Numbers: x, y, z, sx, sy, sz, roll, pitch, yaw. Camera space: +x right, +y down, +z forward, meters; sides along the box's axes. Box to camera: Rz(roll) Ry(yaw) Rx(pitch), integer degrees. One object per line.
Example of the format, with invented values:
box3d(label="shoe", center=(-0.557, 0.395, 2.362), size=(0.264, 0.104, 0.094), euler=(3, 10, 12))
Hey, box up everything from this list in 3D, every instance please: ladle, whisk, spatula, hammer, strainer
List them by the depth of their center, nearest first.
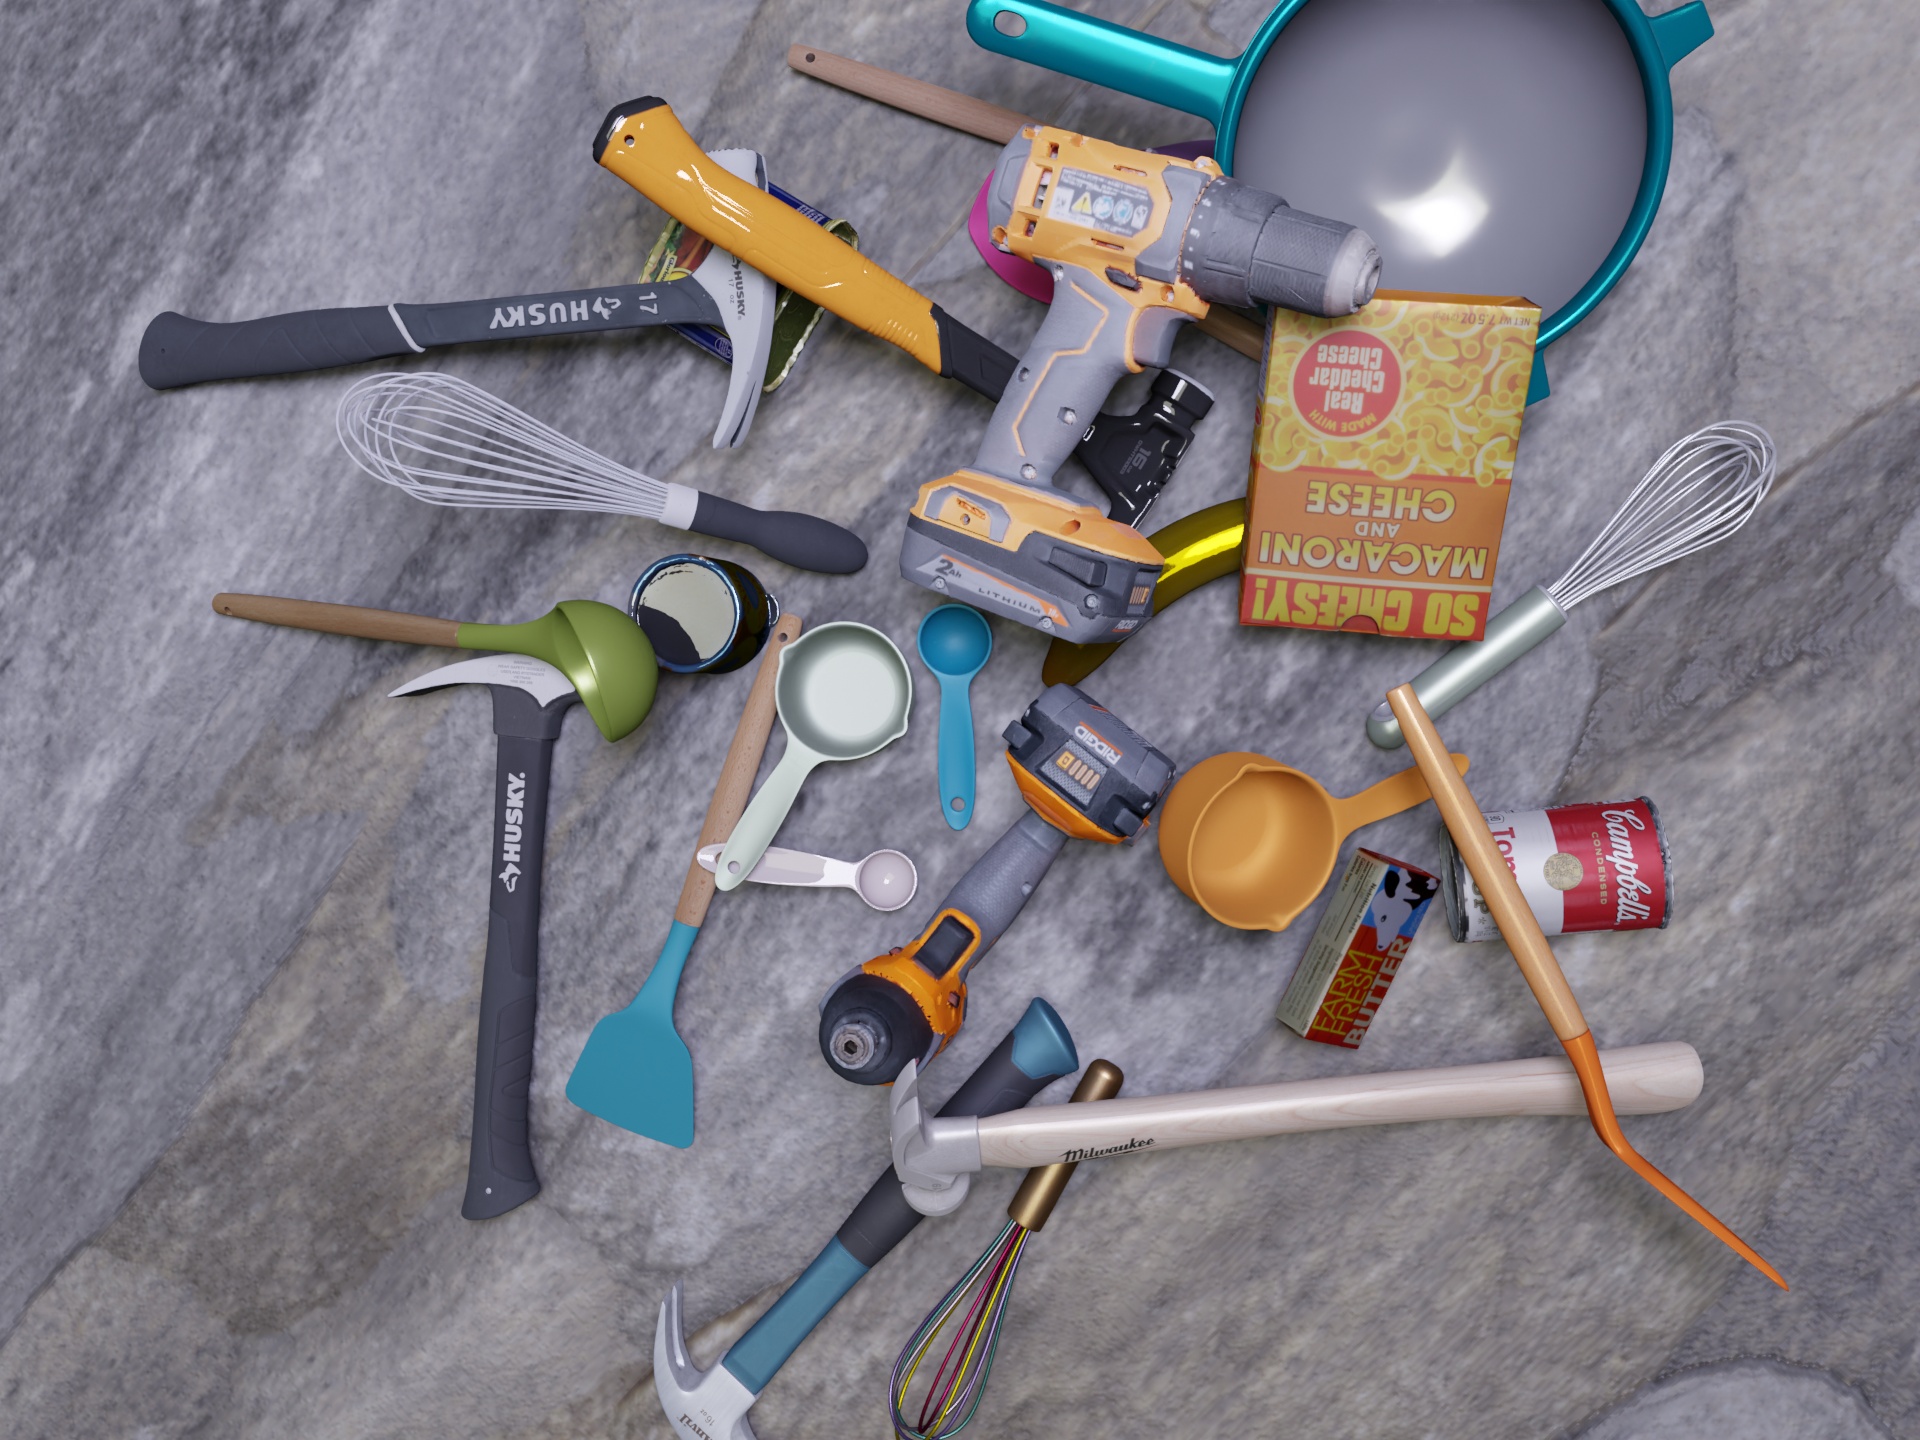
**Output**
box3d(label="spatula", center=(0.291, 0.124, 0.763), size=(0.041, 0.081, 0.322), euler=(-27, 86, 6))
box3d(label="strainer", center=(0.170, -0.300, 0.790), size=(0.340, 0.095, 0.211), euler=(18, 114, 0))
box3d(label="hammer", center=(0.169, 0.193, 0.803), size=(0.410, 0.146, 0.038), euler=(-6, 57, -1))
box3d(label="hammer", center=(-0.035, -0.199, 0.811), size=(0.336, 0.034, 0.127), euler=(29, 98, -17))
box3d(label="whisk", center=(0.312, -0.065, 0.821), size=(0.246, 0.058, 0.059), euler=(-39, 115, 13))
box3d(label="whisk", center=(-0.180, -0.121, 0.839), size=(0.284, 0.070, 0.070), euler=(14, 95, -22))
box3d(label="spatula", center=(0.053, -0.316, 0.865), size=(0.316, 0.018, 0.060), euler=(20, 93, 7))
box3d(label="whisk", center=(0.027, 0.299, 0.882), size=(0.051, 0.047, 0.245), euler=(29, 93, 8))
box3d(label="hammer", center=(-0.289, -0.215, 0.884), size=(0.409, 0.036, 0.149), euler=(-1, 99, 19))
box3d(label="ladle", center=(-0.305, -0.044, 0.885), size=(0.320, 0.062, 0.078), euler=(8, 127, 23))
box3d(label="hammer", center=(-0.050, 0.290, 0.898), size=(0.128, 0.033, 0.331), euler=(41, 97, 4))
box3d(label="spatula", center=(-0.147, 0.090, 0.912), size=(0.082, 0.044, 0.317), euler=(20, 91, 9))
box3d(label="hammer", center=(-0.266, 0.125, 0.925), size=(0.146, 0.035, 0.335), euler=(5, 93, 8))

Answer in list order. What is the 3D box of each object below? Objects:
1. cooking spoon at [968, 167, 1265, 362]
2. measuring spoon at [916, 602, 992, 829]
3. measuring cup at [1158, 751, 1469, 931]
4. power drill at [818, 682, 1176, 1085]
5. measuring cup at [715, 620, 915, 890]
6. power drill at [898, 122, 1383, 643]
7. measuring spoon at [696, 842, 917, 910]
box3d(label="cooking spoon", center=(0.147, -0.209, 0.853), size=(0.319, 0.017, 0.068), euler=(30, 108, 7))
box3d(label="measuring spoon", center=(-0.001, -0.003, 0.890), size=(0.042, 0.021, 0.128), euler=(1, 101, 8))
box3d(label="measuring cup", center=(0.186, 0.046, 0.846), size=(0.173, 0.052, 0.095), euler=(-20, 109, -16))
box3d(label="power drill", center=(0.012, 0.091, 0.815), size=(0.084, 0.164, 0.226), euler=(38, 96, 9))
box3d(label="measuring cup", center=(-0.086, 0.022, 0.886), size=(0.083, 0.038, 0.167), euler=(33, 94, 7))
box3d(label="power drill", center=(0.080, -0.151, 0.749), size=(0.185, 0.084, 0.226), euler=(22, 102, 23))
box3d(label="measuring spoon", center=(-0.086, 0.084, 0.893), size=(0.124, 0.018, 0.034), euler=(8, 81, -2))
